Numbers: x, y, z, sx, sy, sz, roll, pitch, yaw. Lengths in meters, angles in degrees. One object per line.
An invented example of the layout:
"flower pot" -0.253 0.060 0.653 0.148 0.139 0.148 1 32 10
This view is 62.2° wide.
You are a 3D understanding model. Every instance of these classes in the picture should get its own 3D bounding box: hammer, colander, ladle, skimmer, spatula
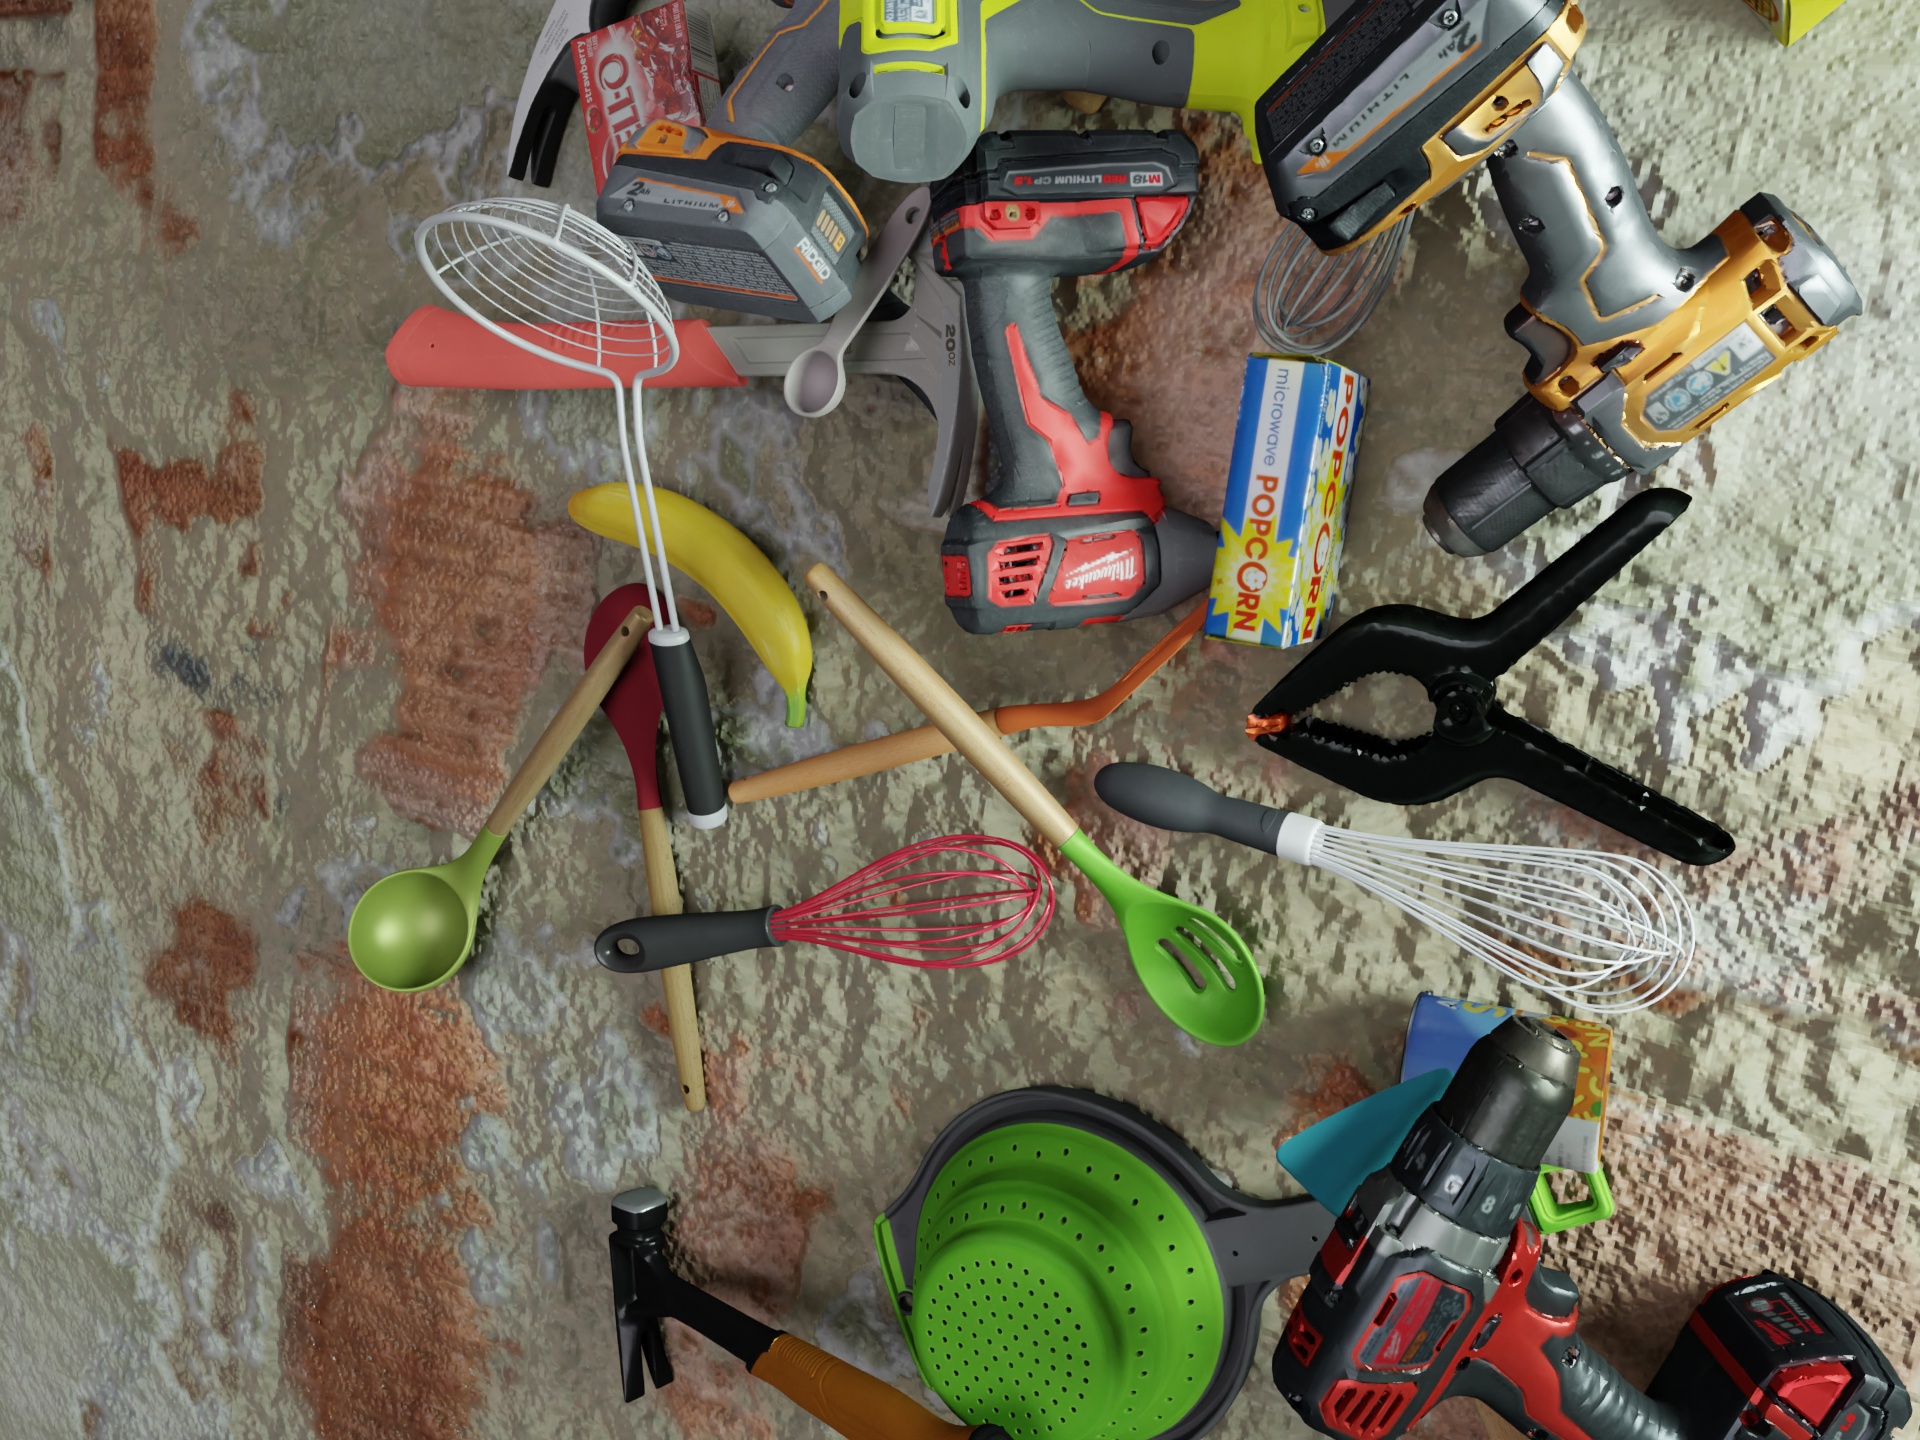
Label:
"hammer" -0.116 -0.274 0.859 0.335 0.035 0.146 44 112 15
"colander" 0.110 0.274 0.776 0.397 0.094 0.204 -21 87 27
"hammer" -0.158 -0.186 0.849 0.359 0.036 0.149 4 97 24
"ladle" -0.179 0.077 0.937 0.069 0.031 0.315 -5 95 29
"skimmer" -0.179 -0.085 0.810 0.127 0.090 0.363 10 124 28
"spatula" 0.234 0.296 0.710 0.082 0.044 0.317 -26 100 1
"ladle" -0.272 0.050 0.945 0.078 0.062 0.320 47 119 11
"spatula" -0.001 -0.003 0.827 0.322 0.081 0.041 -16 106 32
"hammer" -0.089 0.357 0.856 0.337 0.034 0.127 4 99 47

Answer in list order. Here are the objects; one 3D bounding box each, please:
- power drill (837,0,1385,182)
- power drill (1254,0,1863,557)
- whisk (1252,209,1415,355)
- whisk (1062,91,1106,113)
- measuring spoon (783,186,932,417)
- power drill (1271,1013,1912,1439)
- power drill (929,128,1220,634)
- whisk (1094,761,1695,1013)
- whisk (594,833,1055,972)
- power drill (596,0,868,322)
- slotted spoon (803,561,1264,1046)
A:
"power drill" 0.061 -0.308 0.672 0.223 0.080 0.171 0 65 -3
"power drill" 0.214 -0.175 0.631 0.226 0.084 0.185 35 124 -24
"whisk" 0.207 -0.265 0.695 0.055 0.055 0.239 38 106 18
"whisk" 0.117 -0.393 0.726 0.245 0.047 0.051 -54 55 25
"measuring spoon" -0.045 -0.201 0.771 0.034 0.018 0.124 40 103 30
"power drill" 0.262 0.237 0.651 0.226 0.080 0.188 25 100 -7
"power drill" 0.059 -0.153 0.742 0.143 0.078 0.219 -6 97 -14
"whisk" 0.189 0.063 0.739 0.285 0.070 0.070 17 103 29
"whisk" -0.083 0.111 0.867 0.296 0.073 0.073 -11 91 27
"power drill" -0.059 -0.306 0.757 0.164 0.084 0.226 17 75 31
"slotted spoon" 0.036 0.038 0.782 0.314 0.031 0.070 46 133 -2
